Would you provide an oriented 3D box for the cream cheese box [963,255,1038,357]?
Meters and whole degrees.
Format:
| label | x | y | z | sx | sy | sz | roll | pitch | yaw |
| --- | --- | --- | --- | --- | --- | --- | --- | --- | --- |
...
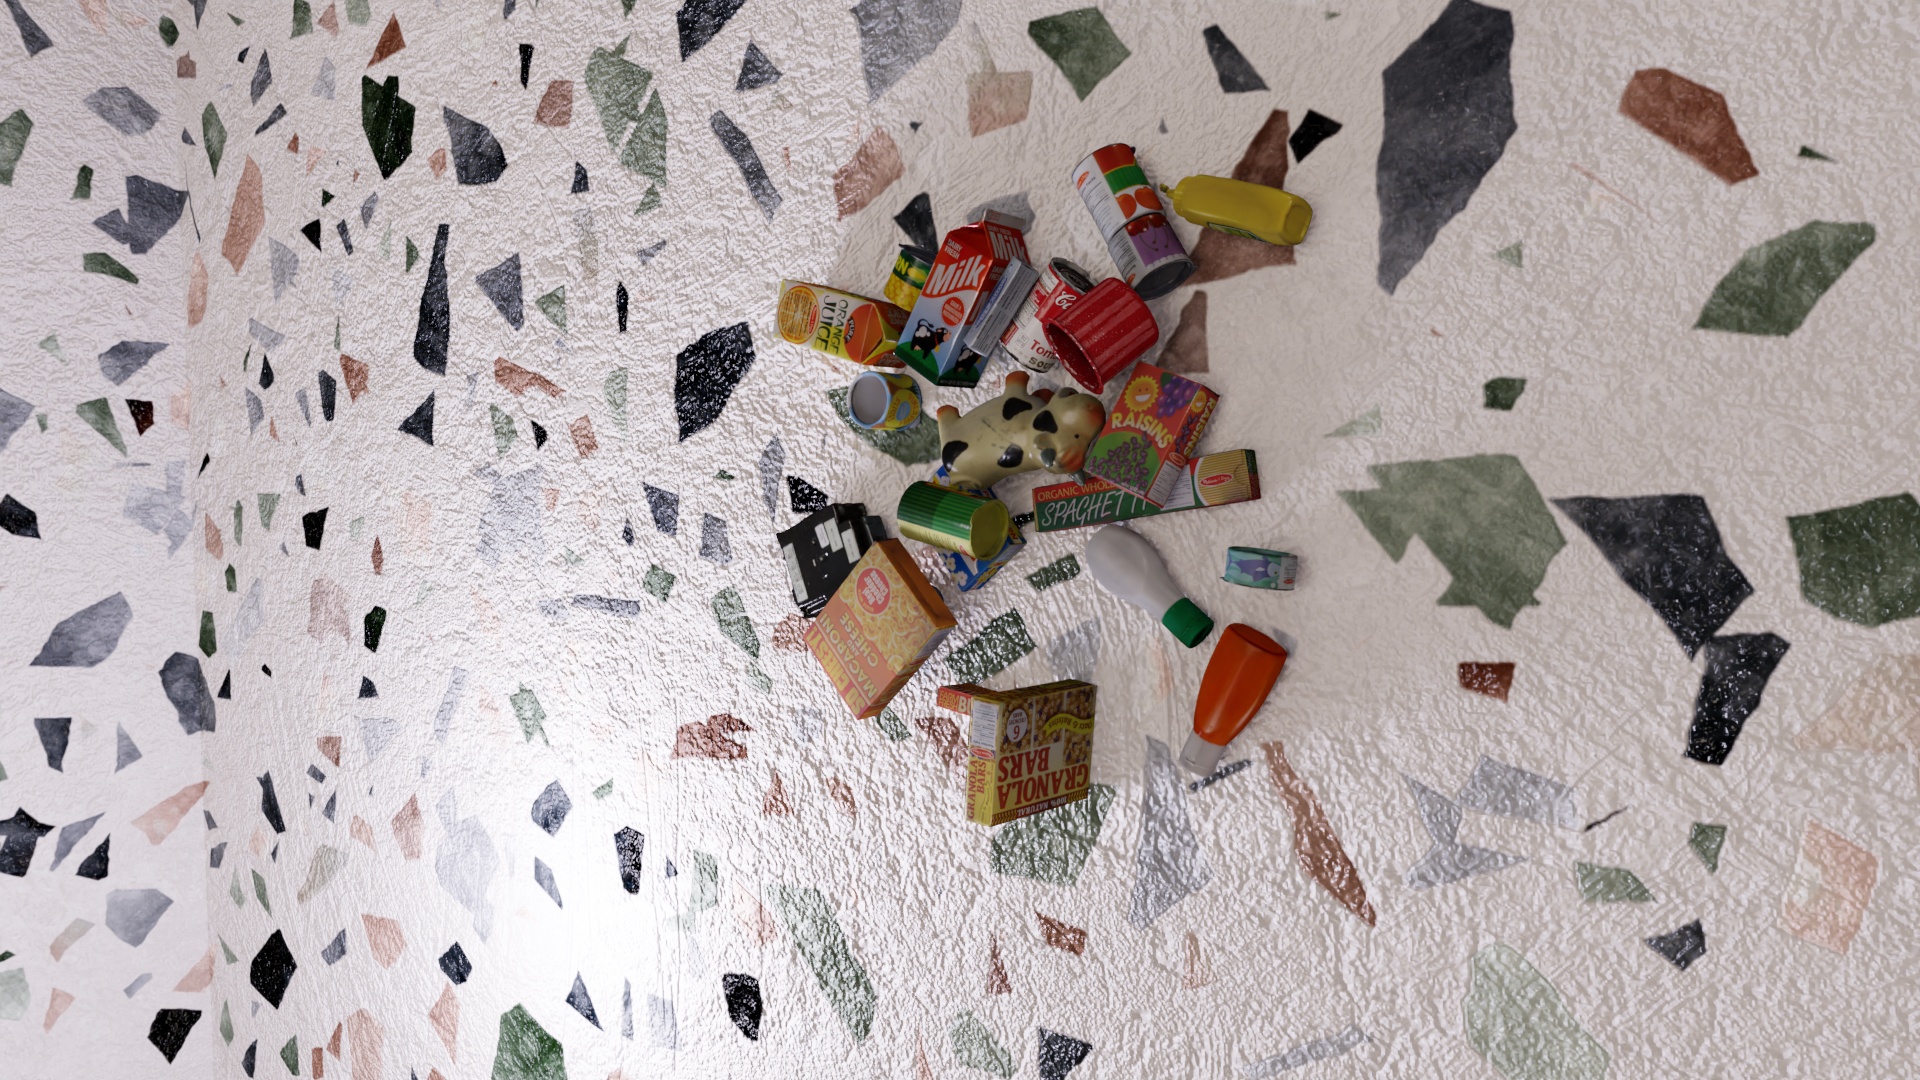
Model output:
| label | x | y | z | sx | sy | sz | roll | pitch | yaw |
| --- | --- | --- | --- | --- | --- | --- | --- | --- | --- |
| cream cheese box | 0.042 | -0.241 | 1.435 | 0.103 | 0.024 | 0.053 | -58 | 16 | 11 |

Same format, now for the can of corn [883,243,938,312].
| label | x | y | z | sx | sy | sz | roll | pitch | yaw |
| --- | --- | --- | --- | --- | --- | --- | --- | --- | --- |
| can of corn | -0.048 | -0.289 | 1.541 | 0.071 | 0.071 | 0.058 | 39 | 115 | 30 |

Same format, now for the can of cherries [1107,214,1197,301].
| label | x | y | z | sx | sy | sz | roll | pitch | yaw |
| --- | --- | --- | --- | --- | --- | --- | --- | --- | --- |
| can of cherries | 0.188 | -0.278 | 1.365 | 0.071 | 0.071 | 0.058 | -37 | 69 | 32 |

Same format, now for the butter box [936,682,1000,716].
| label | x | y | z | sx | sy | sz | roll | pitch | yaw |
| --- | --- | --- | --- | --- | --- | --- | --- | --- | --- |
| butter box | 0.030 | 0.178 | 1.504 | 0.103 | 0.053 | 0.024 | 11 | 97 | 37 |

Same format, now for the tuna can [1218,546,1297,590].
| label | x | y | z | sx | sy | sz | roll | pitch | yaw |
| --- | --- | --- | --- | --- | --- | --- | --- | --- | --- |
| tuna can | 0.278 | 0.025 | 1.299 | 0.071 | 0.071 | 0.032 | 10 | 97 | 37 |

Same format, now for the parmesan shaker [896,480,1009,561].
| label | x | y | z | sx | sy | sz | roll | pitch | yaw |
| --- | --- | --- | --- | --- | --- | --- | --- | --- | --- |
| parmesan shaker | -0.010 | -0.024 | 1.468 | 0.103 | 0.071 | 0.071 | 17 | 102 | 36 |

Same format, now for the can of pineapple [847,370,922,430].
| label | x | y | z | sx | sy | sz | roll | pitch | yaw |
| --- | --- | --- | --- | --- | --- | --- | --- | --- | --- |
| can of pineapple | -0.085 | -0.158 | 1.581 | 0.071 | 0.058 | 0.071 | 1 | 92 | 37 |

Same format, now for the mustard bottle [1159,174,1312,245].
| label | x | y | z | sx | sy | sz | roll | pitch | yaw |
| --- | --- | --- | --- | --- | --- | --- | --- | --- | --- |
| mustard bottle | 0.252 | -0.317 | 1.316 | 0.160 | 0.065 | 0.048 | 26 | 102 | 40 |

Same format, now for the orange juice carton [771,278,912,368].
| label | x | y | z | sx | sy | sz | roll | pitch | yaw |
| --- | --- | --- | --- | --- | --- | --- | --- | --- | --- |
| orange juice carton | -0.122 | -0.246 | 1.598 | 0.193 | 0.072 | 0.073 | 21 | 104 | 36 |

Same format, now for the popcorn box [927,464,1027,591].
| label | x | y | z | sx | sy | sz | roll | pitch | yaw |
| --- | --- | --- | --- | --- | --- | --- | --- | --- | --- |
| popcorn box | 0.005 | -0.019 | 1.527 | 0.085 | 0.038 | 0.127 | -45 | 65 | 28 |

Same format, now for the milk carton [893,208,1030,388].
| label | x | y | z | sx | sy | sz | roll | pitch | yaw |
| --- | --- | --- | --- | --- | --- | --- | --- | --- | --- |
| milk carton | 0.010 | -0.264 | 1.495 | 0.073 | 0.072 | 0.189 | 39 | 114 | 30 |

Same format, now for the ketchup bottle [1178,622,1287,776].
| label | x | y | z | sx | sy | sz | roll | pitch | yaw |
| --- | --- | --- | --- | --- | --- | --- | --- | --- | --- |
| ketchup bottle | 0.255 | 0.157 | 1.335 | 0.065 | 0.043 | 0.148 | 34 | 111 | 33 |

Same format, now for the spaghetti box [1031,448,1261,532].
| label | x | y | z | sx | sy | sz | roll | pitch | yaw |
| --- | --- | --- | --- | --- | --- | --- | --- | --- | --- |
| spaghetti box | 0.181 | -0.048 | 1.396 | 0.249 | 0.029 | 0.050 | -9 | 85 | 37 |

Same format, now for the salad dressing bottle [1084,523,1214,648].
| label | x | y | z | sx | sy | sz | roll | pitch | yaw |
| --- | --- | --- | --- | --- | --- | --- | --- | --- | --- |
| salad dressing bottle | 0.188 | 0.046 | 1.385 | 0.148 | 0.044 | 0.064 | 46 | 117 | 26 |

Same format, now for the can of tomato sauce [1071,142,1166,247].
| label | x | y | z | sx | sy | sz | roll | pitch | yaw |
| --- | --- | --- | --- | --- | --- | --- | --- | --- | --- |
| can of tomato sauce | 0.160 | -0.342 | 1.384 | 0.071 | 0.071 | 0.083 | -36 | 71 | 33 |

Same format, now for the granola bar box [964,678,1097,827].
| label | x | y | z | sx | sy | sz | roll | pitch | yaw |
| --- | --- | --- | --- | --- | --- | --- | --- | --- | --- |
| granola bar box | 0.072 | 0.211 | 1.402 | 0.039 | 0.166 | 0.124 | 7 | 96 | 40 |

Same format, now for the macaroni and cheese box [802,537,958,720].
| label | x | y | z | sx | sy | sz | roll | pitch | yaw |
| --- | --- | --- | --- | --- | --- | --- | --- | --- | --- |
| macaroni and cheese box | -0.090 | 0.098 | 1.519 | 0.124 | 0.040 | 0.165 | 54 | 125 | 22 |

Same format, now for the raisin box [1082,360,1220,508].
| label | x | y | z | sx | sy | sz | roll | pitch | yaw |
| --- | --- | --- | --- | --- | --- | --- | --- | --- | --- |
| raisin box | 0.187 | -0.104 | 1.359 | 0.086 | 0.040 | 0.123 | 28 | 92 | 43 |

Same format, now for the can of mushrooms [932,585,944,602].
| label | x | y | z | sx | sy | sz | roll | pitch | yaw |
| --- | --- | --- | --- | --- | --- | --- | --- | --- | --- |
| can of mushrooms | -0.052 | 0.081 | 1.555 | 0.033 | 0.071 | 0.071 | 12 | 99 | 38 |
